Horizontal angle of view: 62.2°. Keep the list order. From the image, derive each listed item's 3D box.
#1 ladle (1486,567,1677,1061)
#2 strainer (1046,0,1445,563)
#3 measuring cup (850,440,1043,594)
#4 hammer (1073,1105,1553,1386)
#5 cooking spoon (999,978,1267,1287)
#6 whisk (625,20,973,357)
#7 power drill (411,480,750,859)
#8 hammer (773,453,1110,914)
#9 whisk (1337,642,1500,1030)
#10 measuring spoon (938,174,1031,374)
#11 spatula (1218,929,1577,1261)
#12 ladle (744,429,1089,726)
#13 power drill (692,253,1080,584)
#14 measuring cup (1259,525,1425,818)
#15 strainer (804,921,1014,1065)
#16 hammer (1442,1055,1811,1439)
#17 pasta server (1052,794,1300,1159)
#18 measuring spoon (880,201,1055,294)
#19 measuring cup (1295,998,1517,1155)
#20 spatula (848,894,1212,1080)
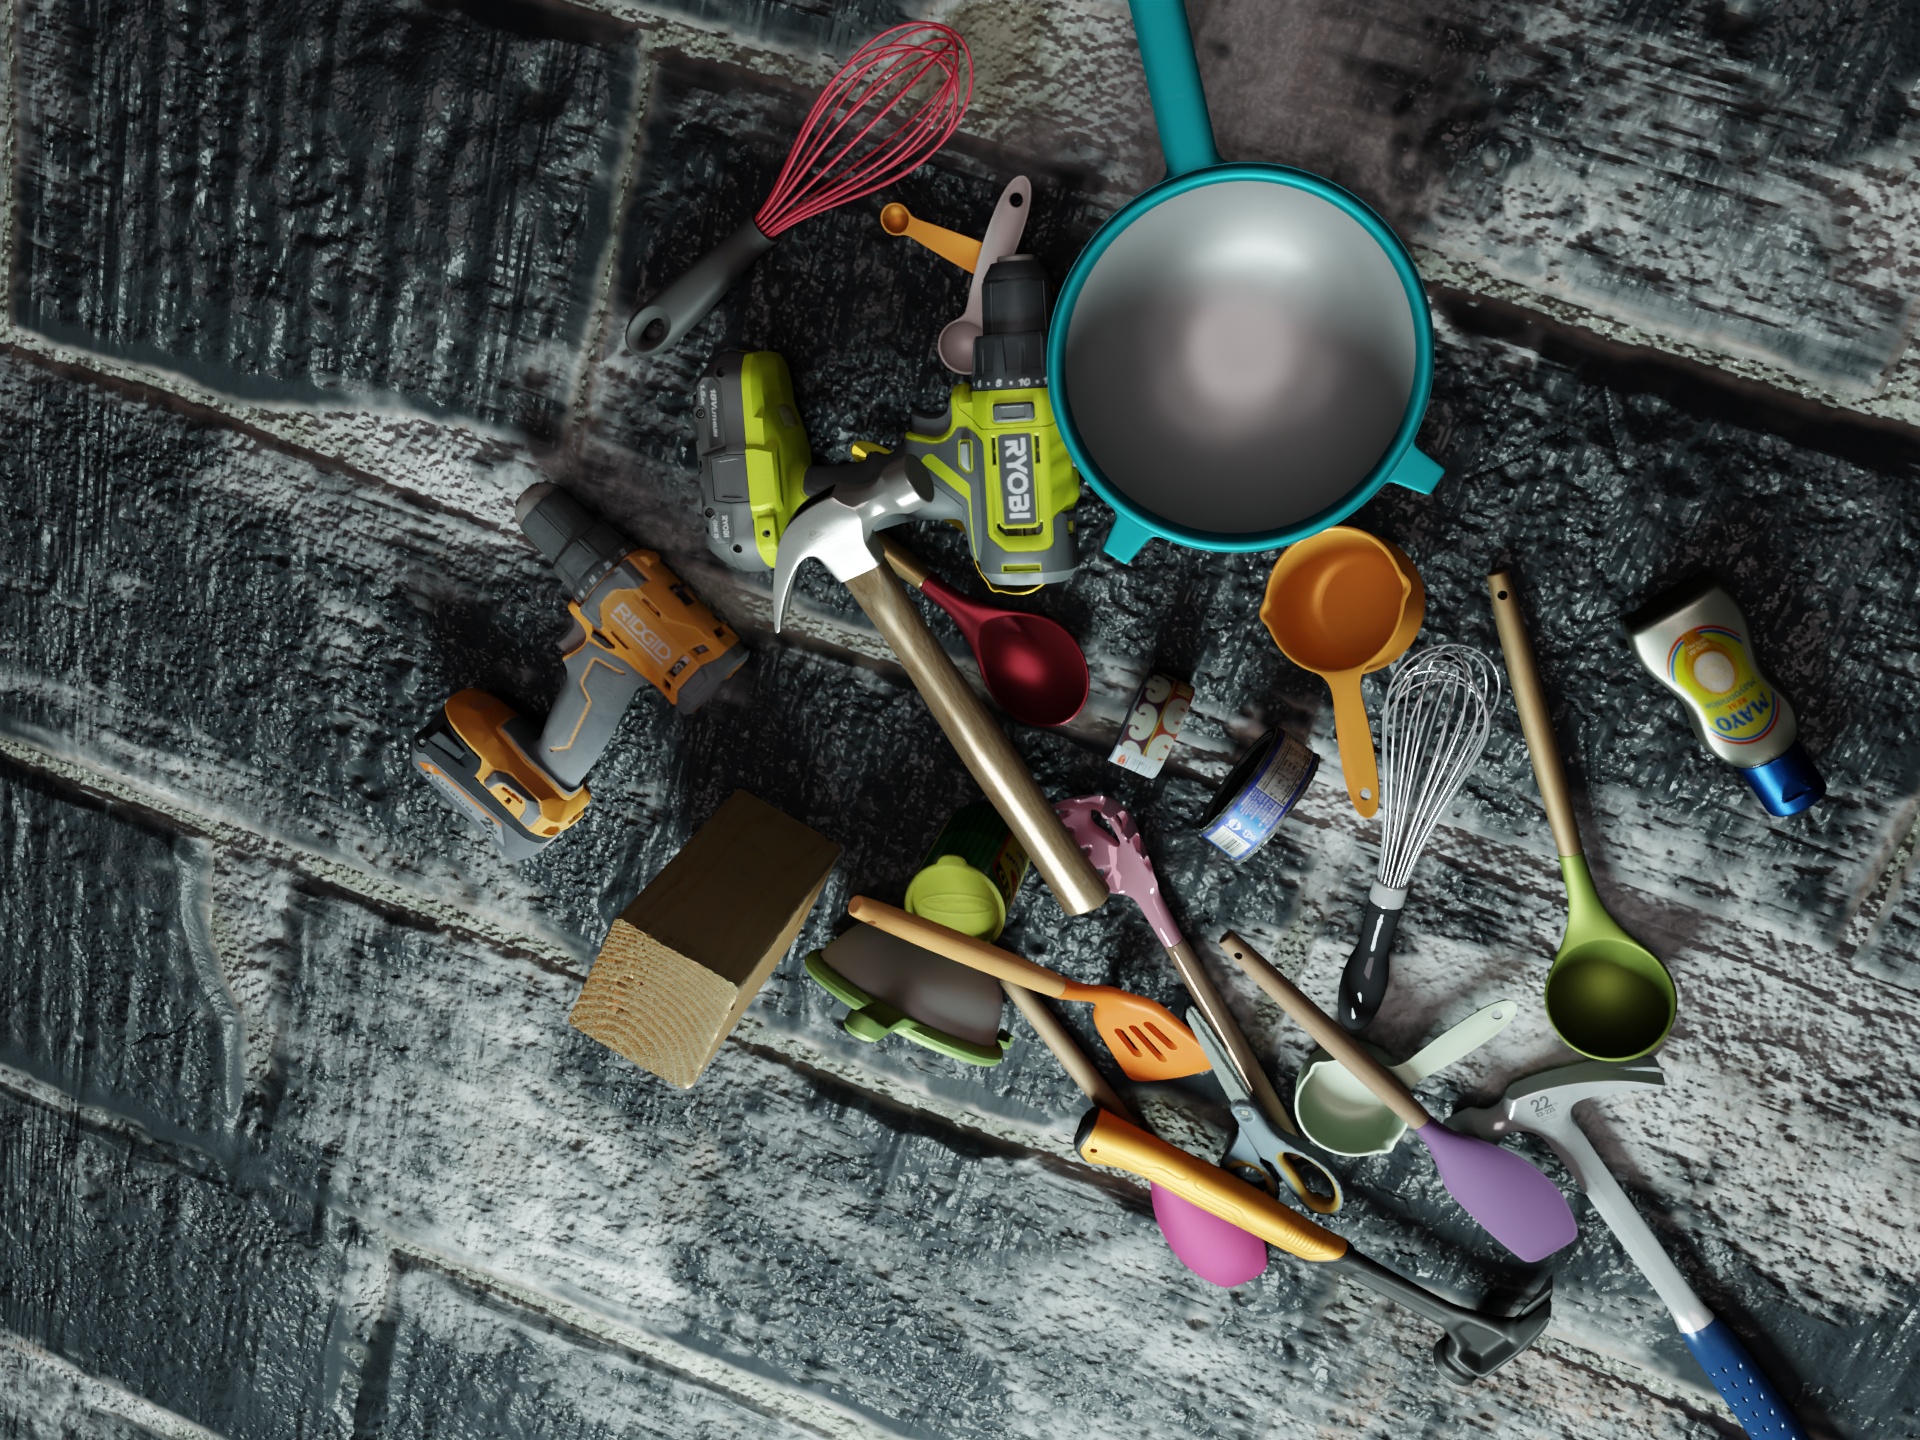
[{"bbox_3d":[0.371,0.061,0.981,0.078,0.062,0.320,-15,102,18],"label":"ladle"},{"bbox_3d":[0.143,-0.268,0.899,0.211,0.095,0.340,-12,104,15],"label":"strainer"},{"bbox_3d":[-0.002,-0.137,1.022,0.156,0.029,0.062,34,108,10],"label":"measuring cup"},{"bbox_3d":[0.237,0.355,1.107,0.337,0.034,0.127,27,134,2],"label":"hammer"},{"bbox_3d":[0.115,0.288,1.146,0.068,0.017,0.319,-34,99,21],"label":"cooking spoon"},{"bbox_3d":[-0.106,-0.313,0.967,0.296,0.073,0.073,-33,99,29],"label":"whisk"},{"bbox_3d":[-0.281,-0.036,1.099,0.185,0.084,0.226,45,109,-4],"label":"power drill"},{"bbox_3d":[-0.002,-0.003,0.986,0.130,0.031,0.331,-21,117,25],"label":"hammer"},{"bbox_3d":[0.280,0.081,1.013,0.070,0.070,0.284,13,116,10],"label":"whisk"},{"bbox_3d":[0.019,-0.270,0.966,0.034,0.018,0.124,23,117,4],"label":"measuring spoon"},{"bbox_3d":[0.287,0.245,1.046,0.316,0.018,0.059,43,117,-6],"label":"spatula"},{"bbox_3d":[-0.044,-0.106,1.041,0.315,0.031,0.069,38,109,1],"label":"ladle"},{"bbox_3d":[-0.040,-0.177,0.968,0.228,0.080,0.190,-1,102,13],"label":"power drill"},{"bbox_3d":[0.239,-0.029,0.952,0.095,0.052,0.174,-11,85,36],"label":"measuring cup"},{"bbox_3d":[-0.032,0.166,1.034,0.151,0.256,0.069,27,88,8],"label":"strainer"},{"bbox_3d":[0.500,0.399,1.080,0.144,0.035,0.405,-33,99,23],"label":"hammer"},{"bbox_3d":[0.155,0.177,1.086,0.060,0.040,0.316,-20,106,42],"label":"pasta server"},{"bbox_3d":[0.005,-0.287,0.973,0.117,0.011,0.021,25,123,1],"label":"measuring spoon"},{"bbox_3d":[0.300,0.228,1.070,0.167,0.038,0.083,-39,98,19],"label":"measuring cup"},{"bbox_3d":[0.048,0.174,1.028,0.081,0.041,0.322,-22,143,38],"label":"spatula"}]
